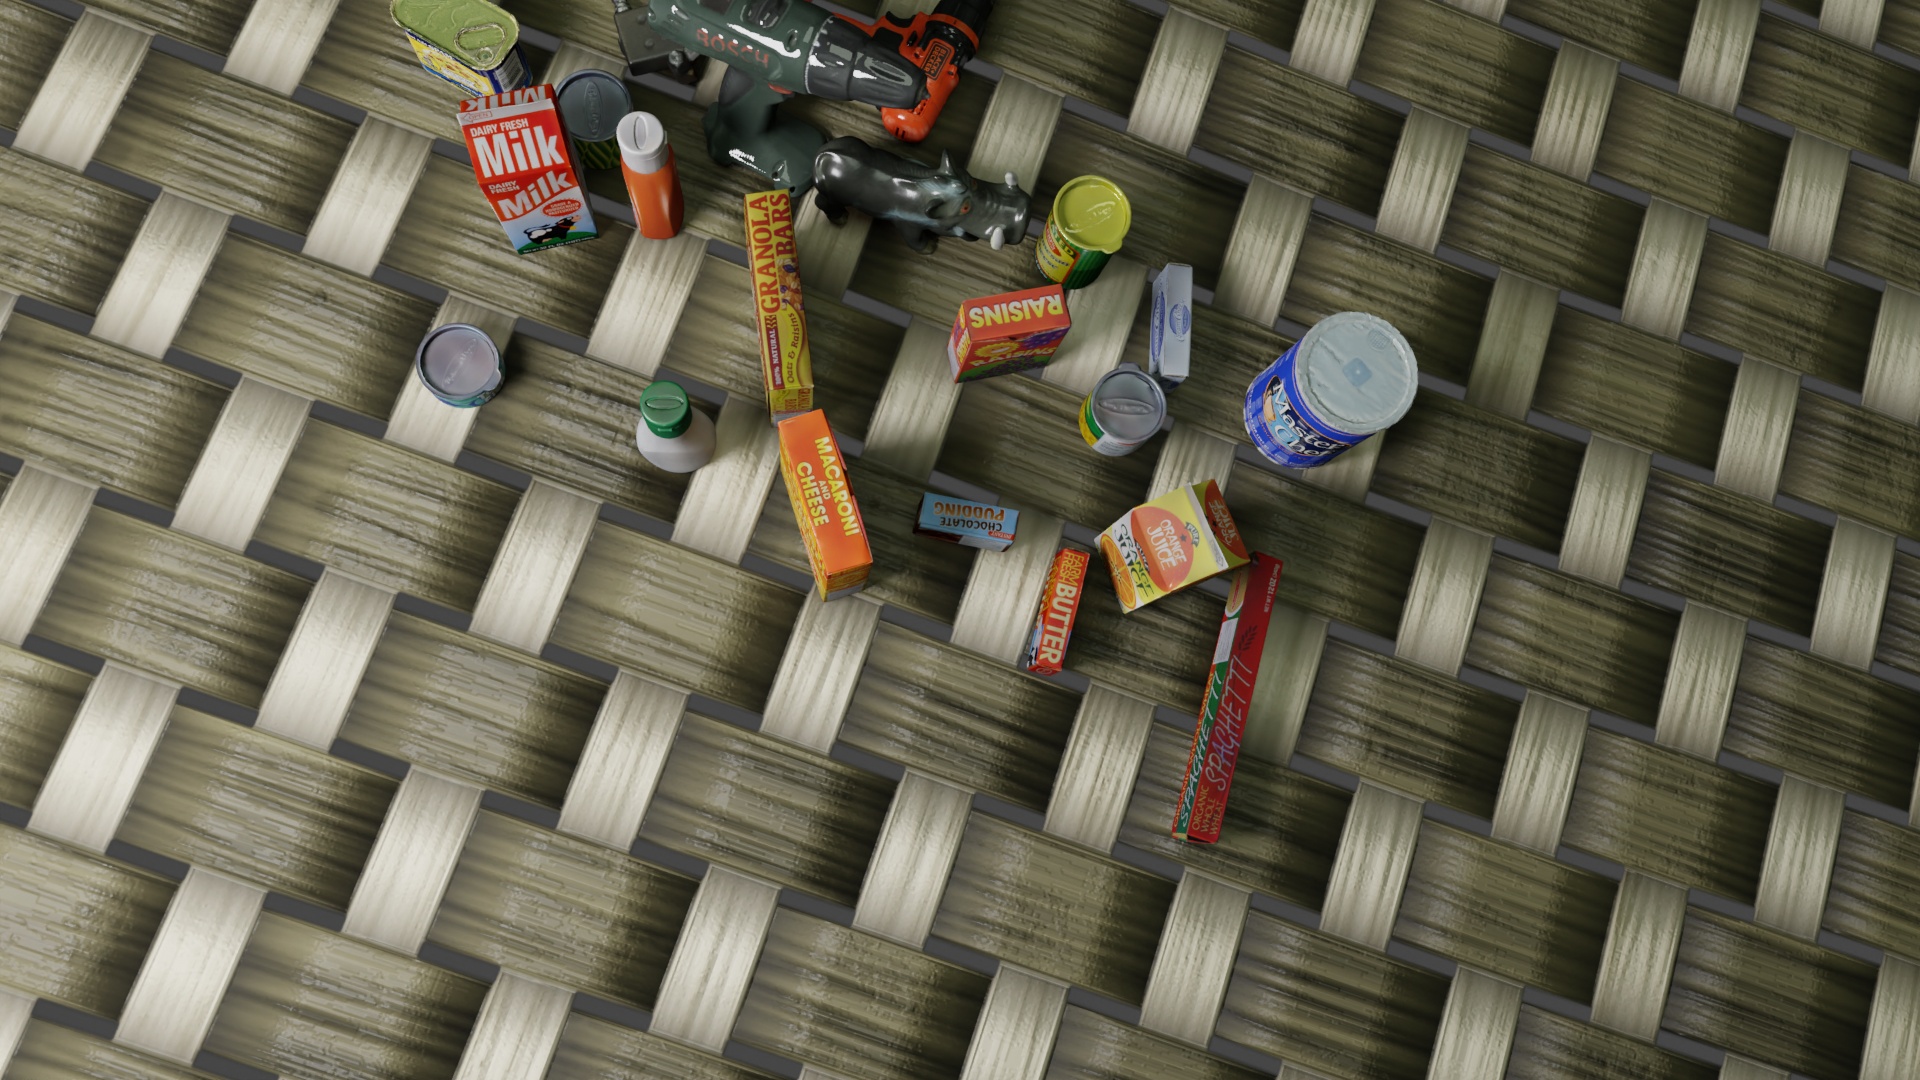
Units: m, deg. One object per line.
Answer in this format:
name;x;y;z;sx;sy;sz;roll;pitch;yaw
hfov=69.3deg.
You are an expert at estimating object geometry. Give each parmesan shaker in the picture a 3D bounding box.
parmesan shaker;0.105;-0.262;1.204;0.071;0.103;0.071;1;80;-7

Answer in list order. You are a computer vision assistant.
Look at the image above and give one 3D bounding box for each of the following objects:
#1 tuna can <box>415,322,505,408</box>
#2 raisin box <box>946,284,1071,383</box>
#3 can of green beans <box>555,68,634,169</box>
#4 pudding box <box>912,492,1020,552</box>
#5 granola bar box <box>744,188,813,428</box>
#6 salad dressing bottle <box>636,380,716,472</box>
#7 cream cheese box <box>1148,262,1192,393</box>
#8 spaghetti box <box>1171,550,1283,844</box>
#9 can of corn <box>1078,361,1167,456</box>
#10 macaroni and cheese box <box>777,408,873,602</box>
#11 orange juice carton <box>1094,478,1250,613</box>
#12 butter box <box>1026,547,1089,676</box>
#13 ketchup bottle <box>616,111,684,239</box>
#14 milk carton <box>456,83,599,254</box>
tuna can;-0.412;-0.143;1.154;0.071;0.032;0.071;1;80;-7
raisin box;0.038;-0.172;1.169;0.086;0.123;0.040;-10;82;-9
can of green beans;-0.312;-0.361;1.193;0.071;0.057;0.071;1;80;-7
pudding box;0.004;-0.015;1.174;0.084;0.049;0.030;11;79;-5
granola bar box;-0.150;-0.187;1.148;0.039;0.124;0.165;-7;81;-8
salad dressing bottle;-0.229;-0.090;1.109;0.064;0.147;0.044;0;81;-7
cream cheese box;0.185;-0.186;1.226;0.024;0.053;0.104;5;79;-6
spaghetti box;0.225;0.133;1.175;0.029;0.050;0.250;17;78;-4
can of corn;0.140;-0.113;1.204;0.071;0.058;0.071;1;80;-7
macaroni and cheese box;-0.108;-0.024;1.102;0.040;0.166;0.124;-18;83;-9
orange juice carton;0.172;0.004;1.118;0.073;0.192;0.072;-21;84;-10
butter box;0.081;0.060;1.168;0.024;0.053;0.103;16;78;-4
ketchup bottle;-0.255;-0.303;1.143;0.043;0.148;0.065;-3;81;-7
milk carton;-0.345;-0.302;1.110;0.072;0.190;0.073;-14;82;-9
